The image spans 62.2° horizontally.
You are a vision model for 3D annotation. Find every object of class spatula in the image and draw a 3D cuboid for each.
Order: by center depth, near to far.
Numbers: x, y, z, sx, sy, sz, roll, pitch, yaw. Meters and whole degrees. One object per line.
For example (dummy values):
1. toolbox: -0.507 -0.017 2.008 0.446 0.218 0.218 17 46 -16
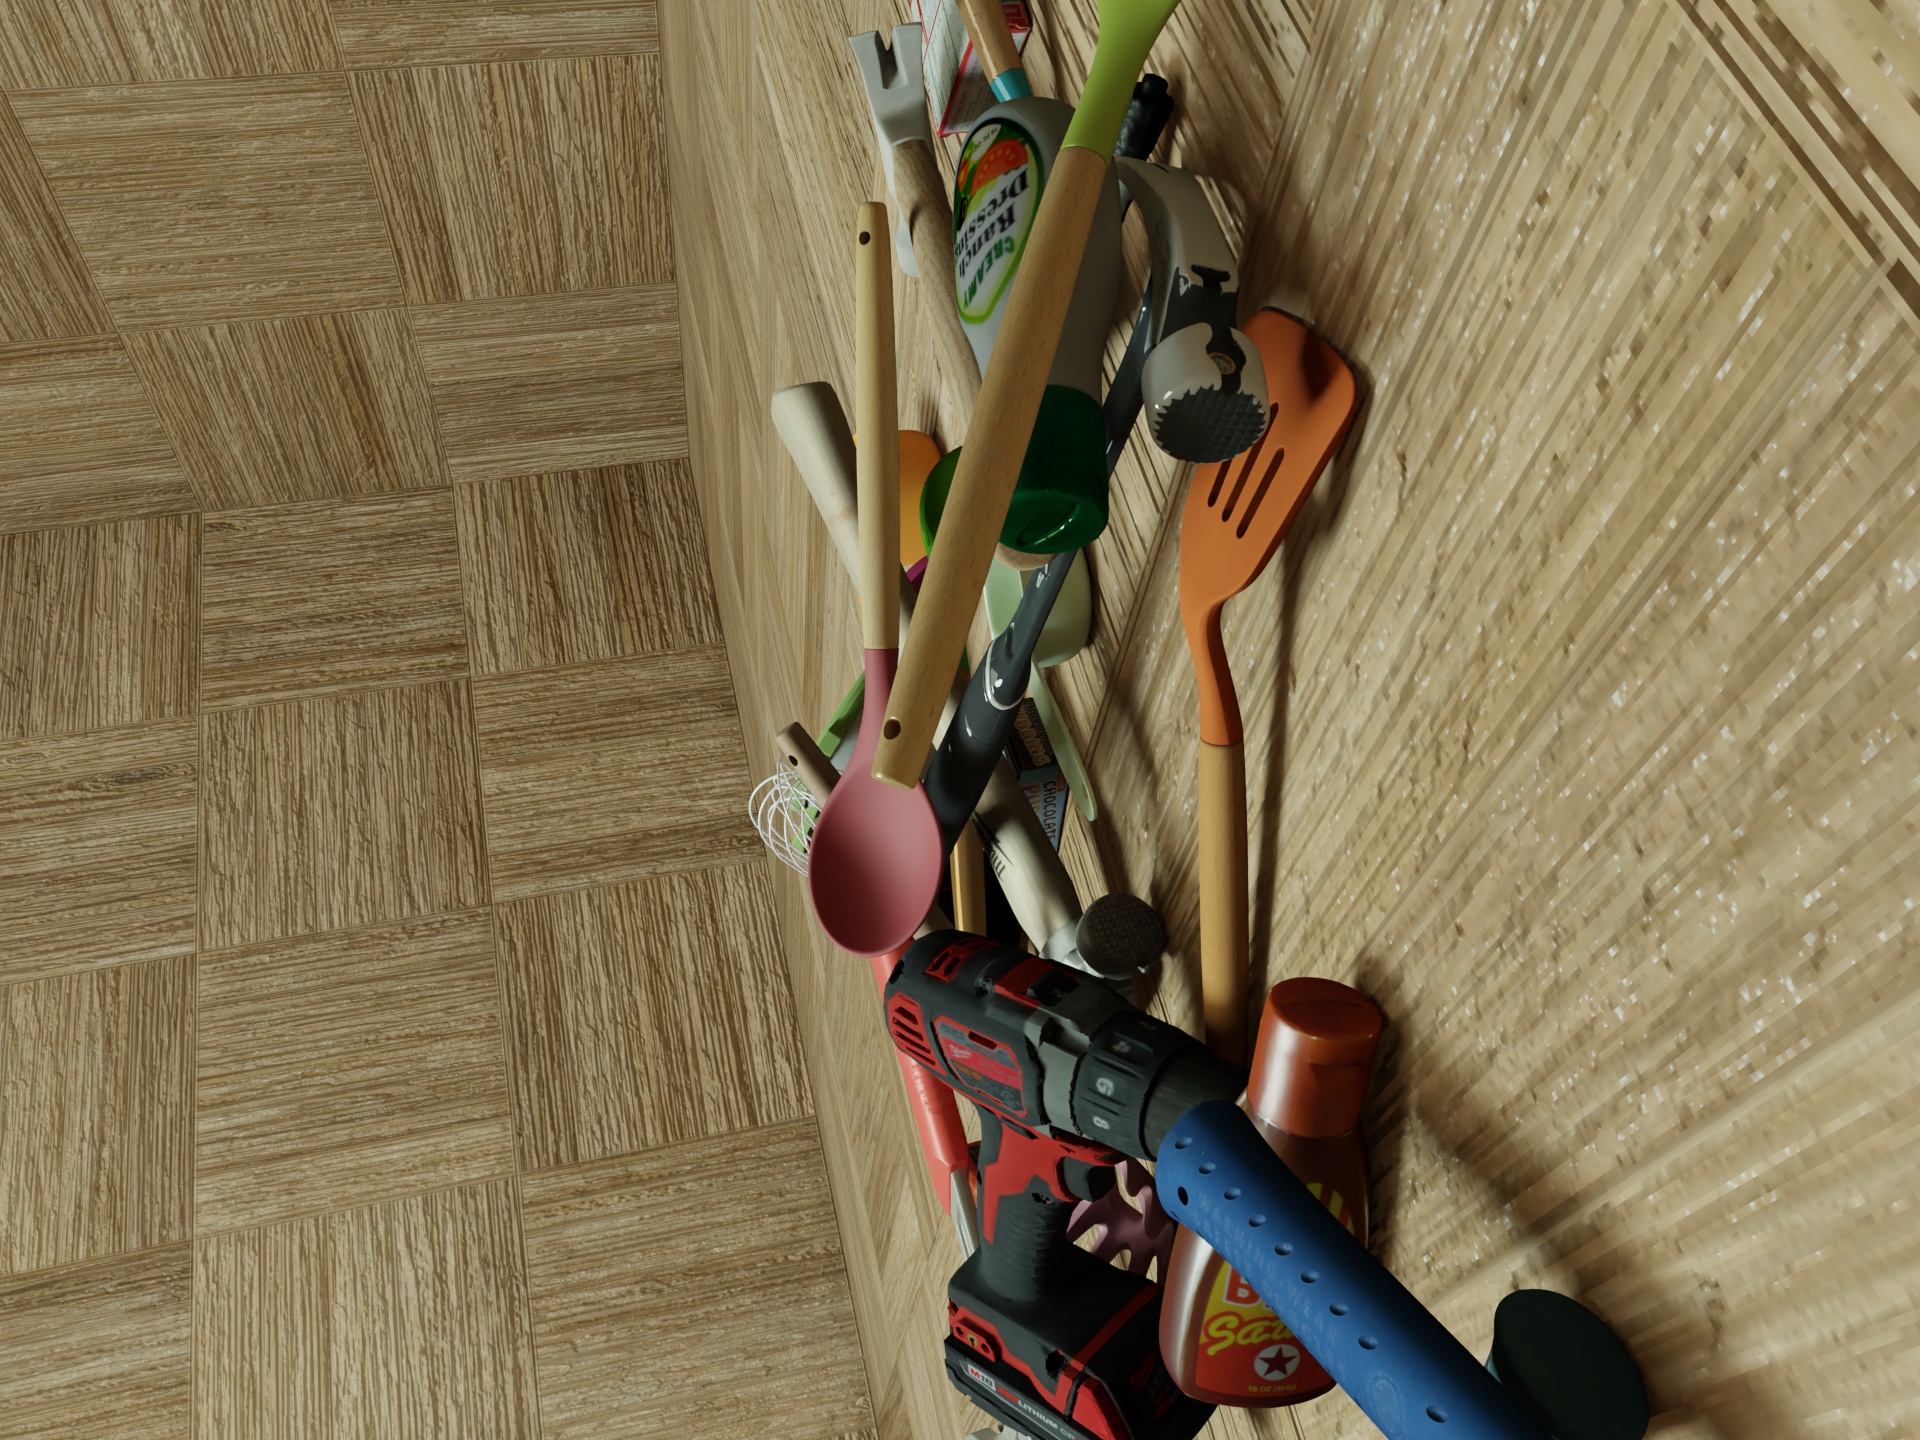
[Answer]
1. spatula: 0.100 0.024 0.556 0.081 0.041 0.322 -114 15 -58
2. spatula: 0.002 -0.292 0.666 0.082 0.044 0.317 -30 79 66

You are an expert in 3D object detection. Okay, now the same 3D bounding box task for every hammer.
1. hammer: 0.146 0.183 0.305 0.406 0.035 0.144 -143 46 -64
2. hammer: 0.139 0.260 0.509 0.330 0.033 0.128 96 162 -50
3. hammer: -0.004 -0.172 0.628 0.332 0.031 0.129 -103 -1 -47
4. hammer: 0.022 -0.036 0.644 0.408 0.036 0.149 113 159 -51
5. hammer: -0.018 -0.016 0.835 0.411 0.038 0.146 64 152 28
6. hammer: -0.014 0.221 0.877 0.149 0.036 0.359 124 132 -66

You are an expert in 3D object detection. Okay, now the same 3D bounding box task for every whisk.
1. whisk: -0.047 0.117 1.024 0.284 0.070 0.070 55 -171 -42

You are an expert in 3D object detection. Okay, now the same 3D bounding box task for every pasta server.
1. pasta server: 0.007 0.135 0.733 0.060 0.040 0.316 -25 104 47

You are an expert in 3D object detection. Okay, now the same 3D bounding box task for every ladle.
1. ladle: 0.020 -0.138 0.441 0.078 0.062 0.320 10 80 41
2. ladle: -0.036 -0.057 0.674 0.031 0.069 0.315 -12 -76 -60

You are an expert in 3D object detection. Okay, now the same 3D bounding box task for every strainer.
1. strainer: -0.062 0.039 1.098 0.151 0.069 0.256 -55 -4 -37

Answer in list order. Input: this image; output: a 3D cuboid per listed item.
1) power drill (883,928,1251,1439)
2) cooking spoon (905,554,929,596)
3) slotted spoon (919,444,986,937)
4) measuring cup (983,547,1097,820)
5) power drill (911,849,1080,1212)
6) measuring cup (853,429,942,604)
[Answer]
1. power drill: 0.060 0.205 0.654 0.188 0.080 0.226 16 124 41
2. cooking spoon: -0.041 -0.076 1.093 0.017 0.069 0.319 45 173 -1
3. slotted spoon: -0.001 -0.003 0.886 0.070 0.031 0.314 81 -174 -78
4. measuring cup: 0.049 -0.027 0.728 0.083 0.038 0.168 98 158 -54
5. power drill: 0.022 0.191 0.922 0.220 0.078 0.143 -118 23 -50
6. measuring cup: -0.041 -0.124 1.052 0.173 0.052 0.095 103 156 -65
